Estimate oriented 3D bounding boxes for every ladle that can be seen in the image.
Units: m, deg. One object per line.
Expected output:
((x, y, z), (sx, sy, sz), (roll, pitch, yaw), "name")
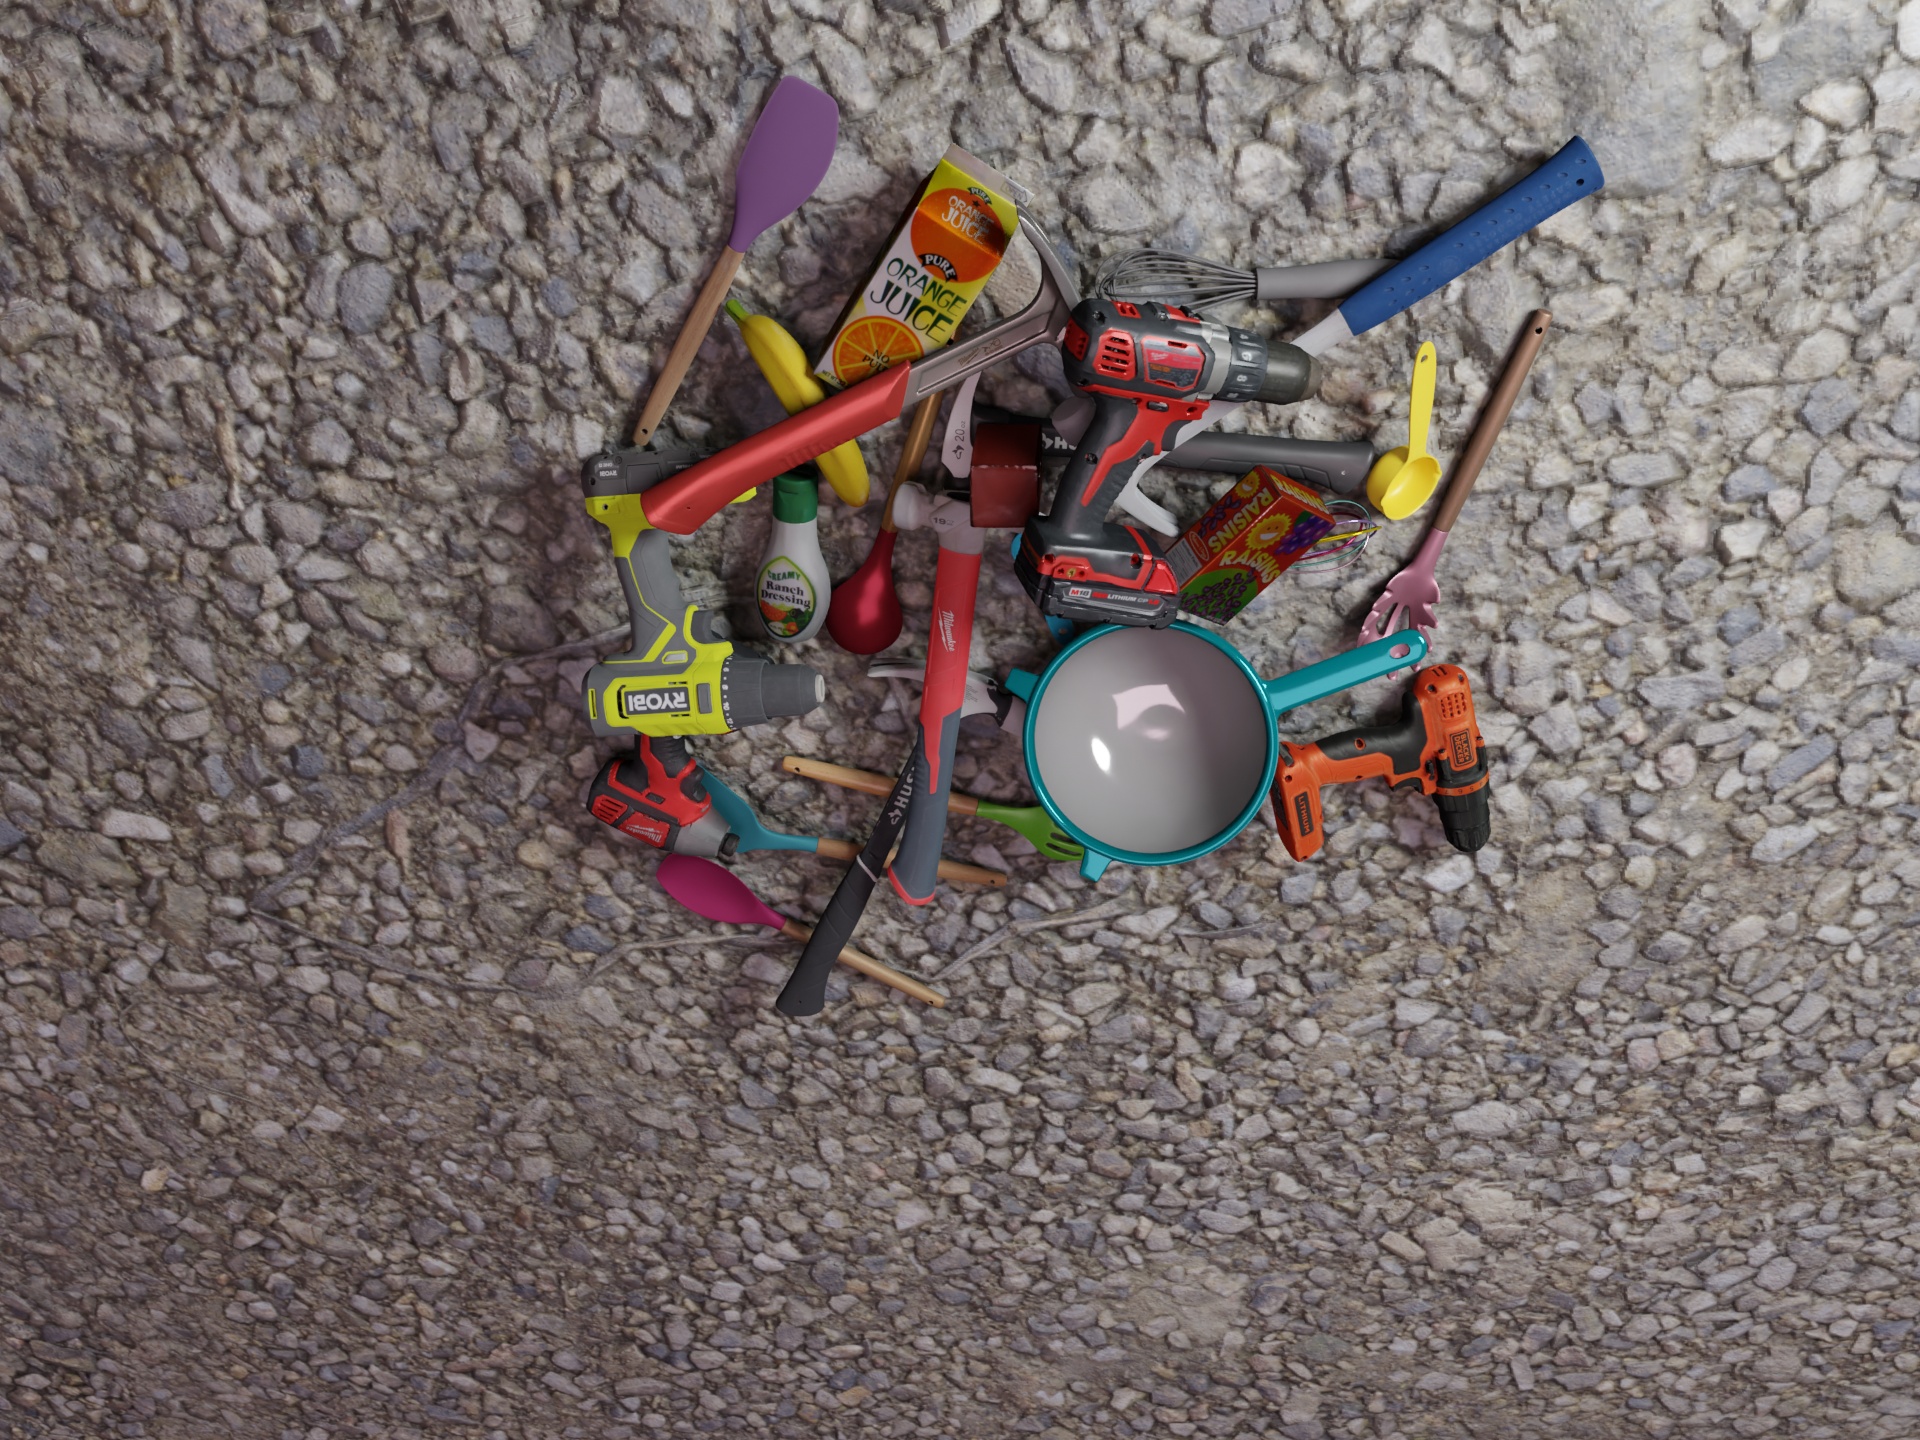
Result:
((-0.049, -0.179, 1.295), (0.069, 0.031, 0.315), (17, 122, -5), "ladle")

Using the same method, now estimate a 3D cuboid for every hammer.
((0.154, -0.219, 1.244), (0.335, 0.035, 0.146), (5, 125, 1), "hammer")
((-0.082, 0.118, 1.457), (0.149, 0.036, 0.408), (24, 117, -8), "hammer")
((-0.002, -0.004, 1.332), (0.143, 0.038, 0.386), (15, 120, 14), "hammer")
((0.272, -0.279, 1.154), (0.405, 0.035, 0.144), (-32, 124, 17), "hammer")
((-0.079, -0.233, 1.157), (0.359, 0.037, 0.149), (-23, 126, 13), "hammer")

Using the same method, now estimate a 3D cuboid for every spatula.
((-0.179, -0.335, 1.203), (0.059, 0.018, 0.315), (25, 122, -19), "spatula")
((-0.109, 0.114, 1.501), (0.317, 0.044, 0.082), (12, 123, -9), "spatula")

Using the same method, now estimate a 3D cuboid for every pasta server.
((0.392, -0.172, 1.255), (0.060, 0.040, 0.316), (17, 123, -1), "pasta server")

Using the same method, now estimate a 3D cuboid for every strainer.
((0.221, -0.011, 1.338), (0.340, 0.095, 0.211), (-21, 95, 13), "strainer")

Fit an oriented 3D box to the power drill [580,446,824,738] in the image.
((-0.211, -0.100, 1.273), (0.190, 0.080, 0.228), (-3, 97, 6), "power drill")

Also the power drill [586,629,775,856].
((-0.244, 0.028, 1.412), (0.143, 0.079, 0.219), (26, 127, 2), "power drill")

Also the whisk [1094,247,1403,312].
((0.218, -0.323, 1.165), (0.239, 0.055, 0.055), (-2, 124, 1), "whisk")

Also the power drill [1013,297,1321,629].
((0.144, -0.183, 1.140), (0.187, 0.080, 0.226), (5, 120, -18), "power drill")

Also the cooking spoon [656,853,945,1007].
((-0.153, 0.212, 1.573), (0.318, 0.017, 0.068), (29, 122, -14), "cooking spoon")

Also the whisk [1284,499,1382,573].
((0.219, -0.131, 1.295), (0.245, 0.047, 0.051), (-12, 124, 17), "whisk")

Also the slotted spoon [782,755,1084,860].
((-0.011, 0.076, 1.464), (0.313, 0.031, 0.070), (14, 121, -3), "slotted spoon")

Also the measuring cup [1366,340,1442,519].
((0.339, -0.223, 1.208), (0.062, 0.029, 0.156), (-26, 136, -18), "measuring cup")

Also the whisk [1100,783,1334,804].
((0.229, 0.059, 1.422), (0.246, 0.058, 0.059), (-9, 164, 5), "whisk")

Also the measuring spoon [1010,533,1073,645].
((0.074, -0.116, 1.336), (0.042, 0.021, 0.128), (-11, 132, 12), "measuring spoon")
